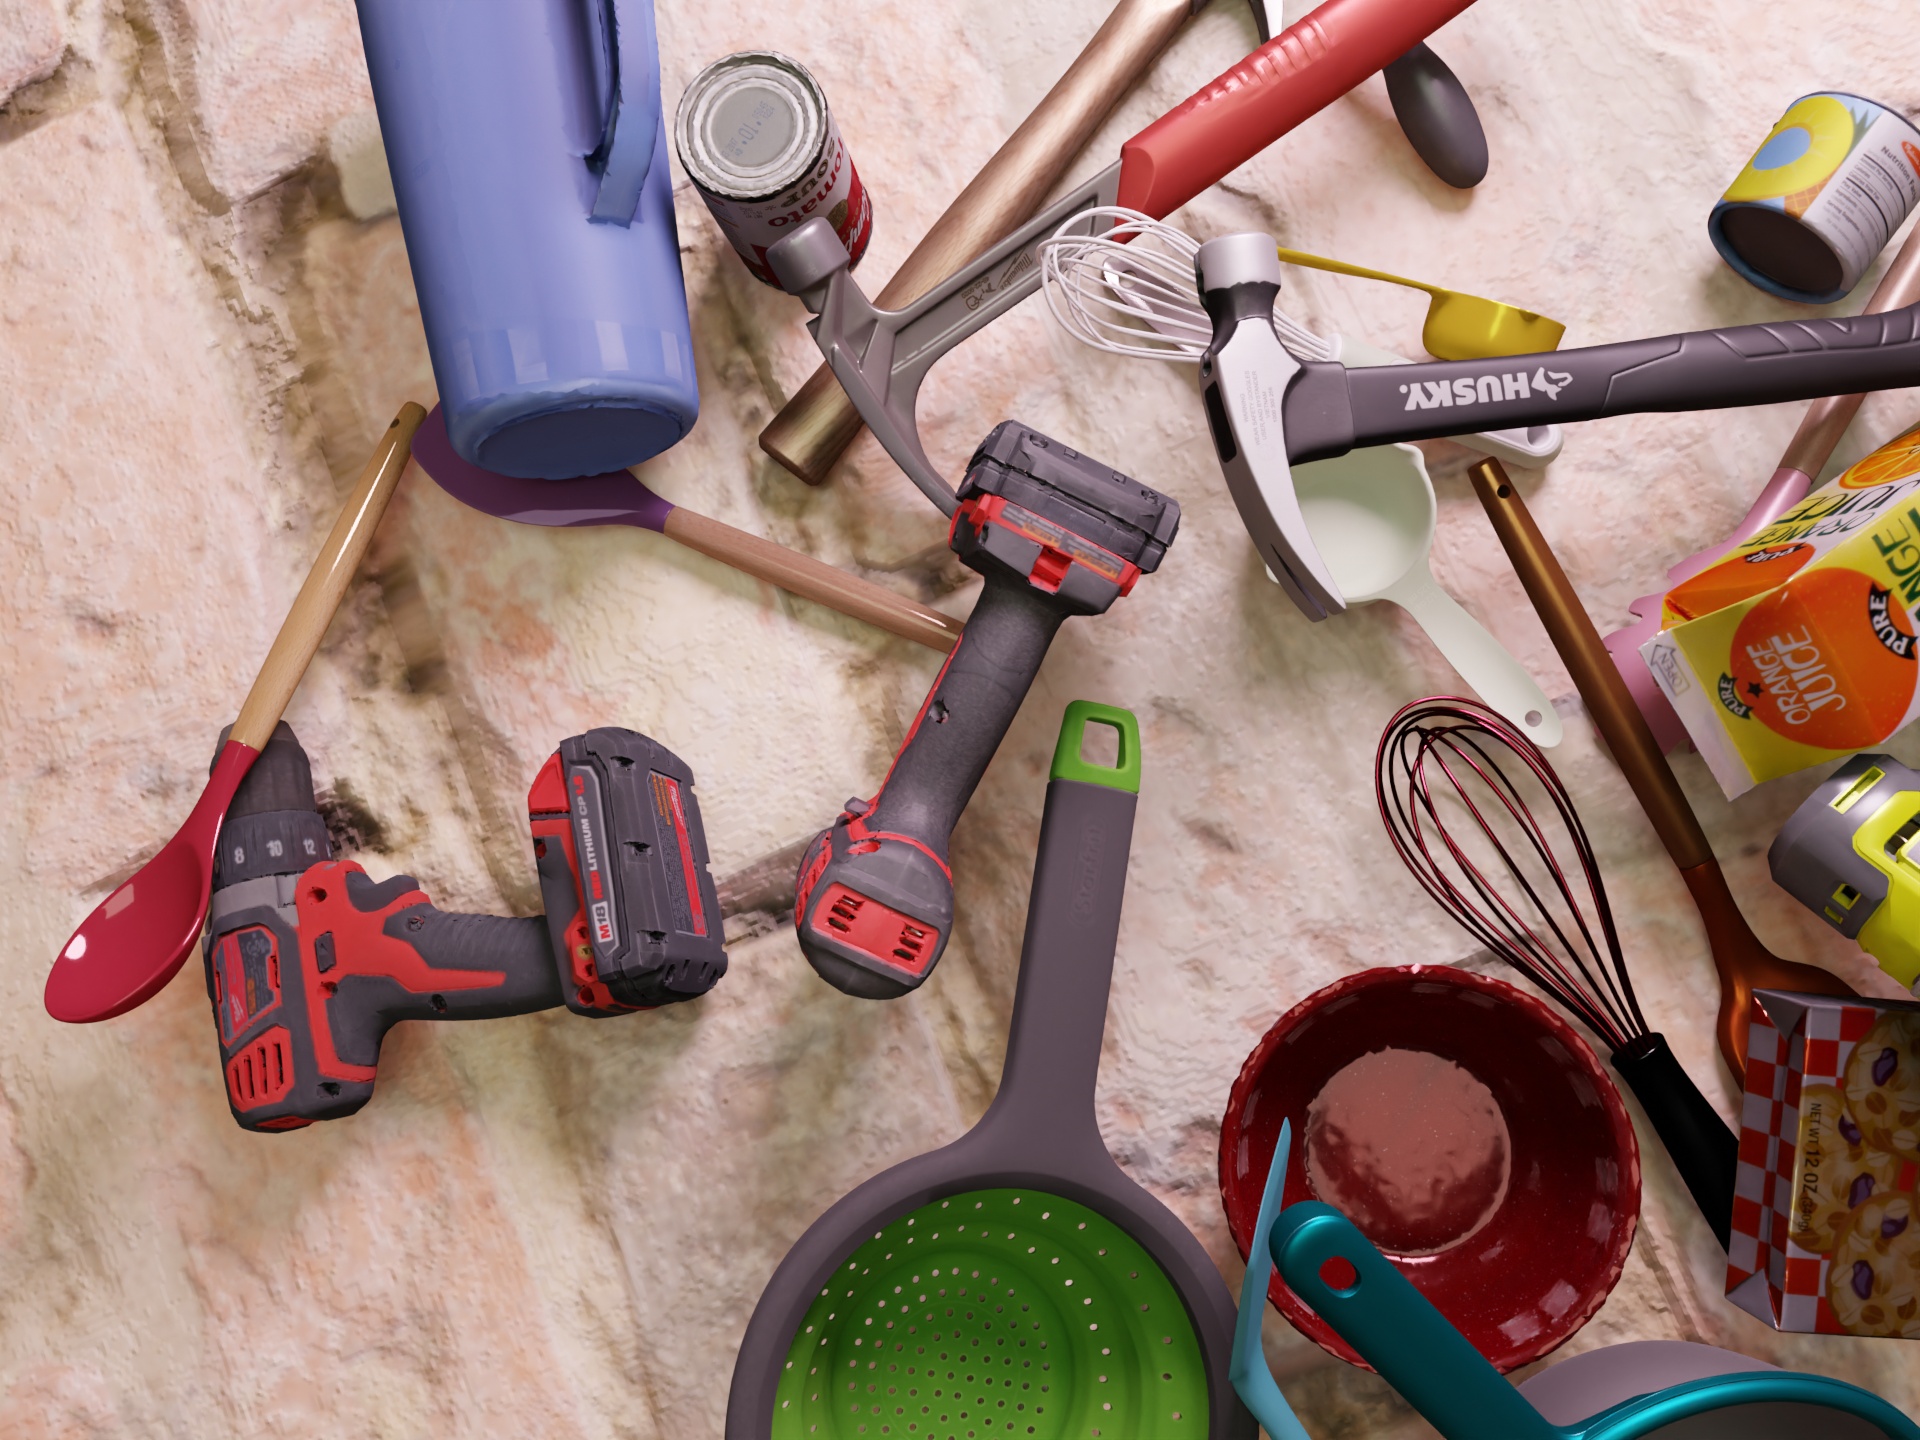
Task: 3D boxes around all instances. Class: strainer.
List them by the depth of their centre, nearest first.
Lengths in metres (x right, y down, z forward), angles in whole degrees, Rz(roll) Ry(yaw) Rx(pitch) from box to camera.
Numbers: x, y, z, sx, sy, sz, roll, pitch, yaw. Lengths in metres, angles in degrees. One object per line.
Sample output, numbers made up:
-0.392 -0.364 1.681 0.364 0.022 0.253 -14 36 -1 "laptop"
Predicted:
0.211 0.269 0.578 0.211 0.095 0.340 -44 105 2 "strainer"

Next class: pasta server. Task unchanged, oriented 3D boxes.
0.363 -0.123 0.675 0.060 0.040 0.316 31 85 9 "pasta server"

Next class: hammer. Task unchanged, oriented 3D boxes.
0.261 -0.128 0.620 0.334 0.035 0.146 -7 87 -7 "hammer"
0.103 -0.234 0.672 0.359 0.037 0.149 -33 108 7 "hammer"
0.025 -0.243 0.727 0.130 0.031 0.331 39 90 10 "hammer"

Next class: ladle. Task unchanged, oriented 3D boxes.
-0.308 -0.012 0.707 0.069 0.031 0.316 6 65 29 "ladle"

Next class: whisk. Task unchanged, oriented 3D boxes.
0.263 0.117 0.647 0.073 0.073 0.296 -34 88 3 "whisk"
0.145 -0.152 0.660 0.246 0.059 0.058 17 84 -14 "whisk"
0.153 -0.357 0.689 0.070 0.070 0.284 -33 97 3 "whisk"

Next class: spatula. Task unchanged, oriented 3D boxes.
0.151 0.307 0.603 0.044 0.082 0.317 -17 103 25 "spatula"
0.290 0.036 0.640 0.081 0.041 0.322 -30 94 -2 "spatula"
-0.112 -0.081 0.732 0.316 0.018 0.060 22 66 9 "spatula"

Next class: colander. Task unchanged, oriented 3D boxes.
0.019 0.191 0.646 0.204 0.094 0.397 12 78 -11 "colander"

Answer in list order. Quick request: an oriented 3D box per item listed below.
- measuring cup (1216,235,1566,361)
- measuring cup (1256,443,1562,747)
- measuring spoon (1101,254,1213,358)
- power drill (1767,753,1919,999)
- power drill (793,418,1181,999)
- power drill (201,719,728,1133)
0.178 -0.173 0.671 0.156 0.062 0.029 12 106 -10 "measuring cup"
0.194 -0.051 0.682 0.083 0.038 0.167 -41 83 2 "measuring cup"
0.110 -0.169 0.719 0.034 0.018 0.124 -45 74 1 "measuring spoon"
0.447 0.042 0.578 0.228 0.080 0.191 -39 59 -10 "power drill"
-0.001 -0.002 0.643 0.078 0.143 0.219 26 92 -6 "power drill"
-0.232 0.067 0.706 0.226 0.080 0.188 -16 75 10 "power drill"
